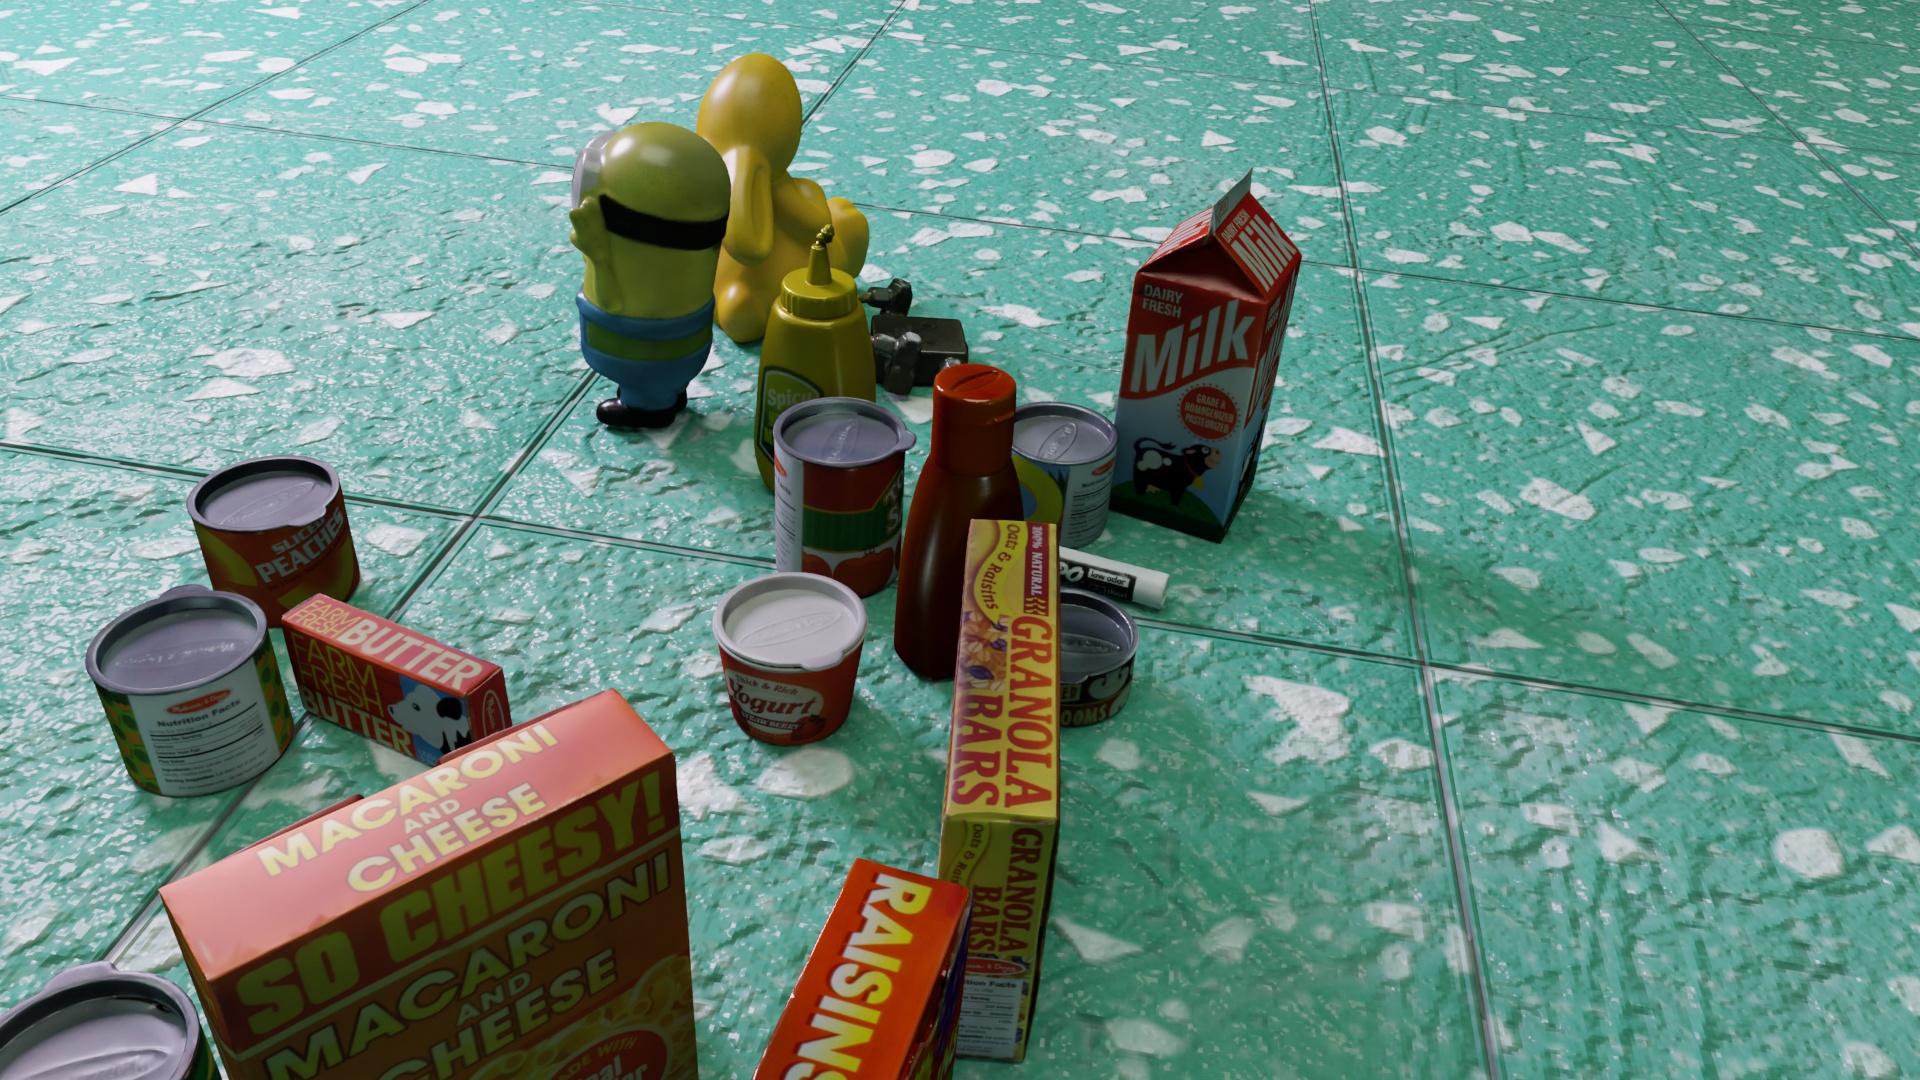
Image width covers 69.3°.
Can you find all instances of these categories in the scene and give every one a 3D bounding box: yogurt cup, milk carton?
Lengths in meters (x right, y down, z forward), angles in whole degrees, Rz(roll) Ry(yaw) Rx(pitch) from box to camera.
[{"bbox_3d":[-0.076,0.054,0.624,0.072,0.053,0.073,3,35,-2],"label":"yogurt cup"},{"bbox_3d":[0.132,-0.102,0.754,0.073,0.189,0.073,18,37,18],"label":"milk carton"}]

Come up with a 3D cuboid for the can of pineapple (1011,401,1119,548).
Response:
[{"bbox_3d":[0.050,-0.037,0.767,0.071,0.057,0.071,3,35,-2],"label":"can of pineapple"}]

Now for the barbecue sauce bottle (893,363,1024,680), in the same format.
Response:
[{"bbox_3d":[0.002,-0.008,0.640,0.065,0.147,0.044,-26,45,-36],"label":"barbecue sauce bottle"}]

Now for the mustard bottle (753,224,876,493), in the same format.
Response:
[{"bbox_3d":[-0.078,-0.093,0.744,0.065,0.159,0.049,21,38,23],"label":"mustard bottle"}]

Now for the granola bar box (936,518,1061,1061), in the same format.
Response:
[{"bbox_3d":[0.014,0.088,0.525,0.039,0.123,0.166,5,35,0],"label":"granola bar box"}]

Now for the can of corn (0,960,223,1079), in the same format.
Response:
[{"bbox_3d":[-0.262,0.175,0.425,0.071,0.058,0.071,3,35,-2],"label":"can of corn"}]

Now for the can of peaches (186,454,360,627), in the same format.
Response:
[{"bbox_3d":[-0.327,0.001,0.668,0.071,0.057,0.071,3,35,-2],"label":"can of peaches"}]

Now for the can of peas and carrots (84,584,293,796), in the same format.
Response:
[{"bbox_3d":[-0.320,0.062,0.580,0.071,0.058,0.071,3,35,-2],"label":"can of peas and carrots"}]

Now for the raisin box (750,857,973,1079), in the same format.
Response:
[{"bbox_3d":[-0.029,0.168,0.406,0.040,0.122,0.086,13,35,12],"label":"raisin box"}]

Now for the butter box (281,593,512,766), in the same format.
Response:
[{"bbox_3d":[-0.240,0.063,0.593,0.103,0.052,0.024,18,37,19],"label":"butter box"}]

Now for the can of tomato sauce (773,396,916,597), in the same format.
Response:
[{"bbox_3d":[-0.060,-0.021,0.709,0.071,0.082,0.071,3,35,-2],"label":"can of tomato sauce"}]

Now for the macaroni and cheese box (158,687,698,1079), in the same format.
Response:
[{"bbox_3d":[-0.141,0.136,0.400,0.124,0.165,0.040,-24,44,-35],"label":"macaroni and cheese box"}]

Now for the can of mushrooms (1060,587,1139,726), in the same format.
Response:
[{"bbox_3d":[0.049,0.056,0.654,0.071,0.033,0.071,3,35,-2],"label":"can of mushrooms"}]
